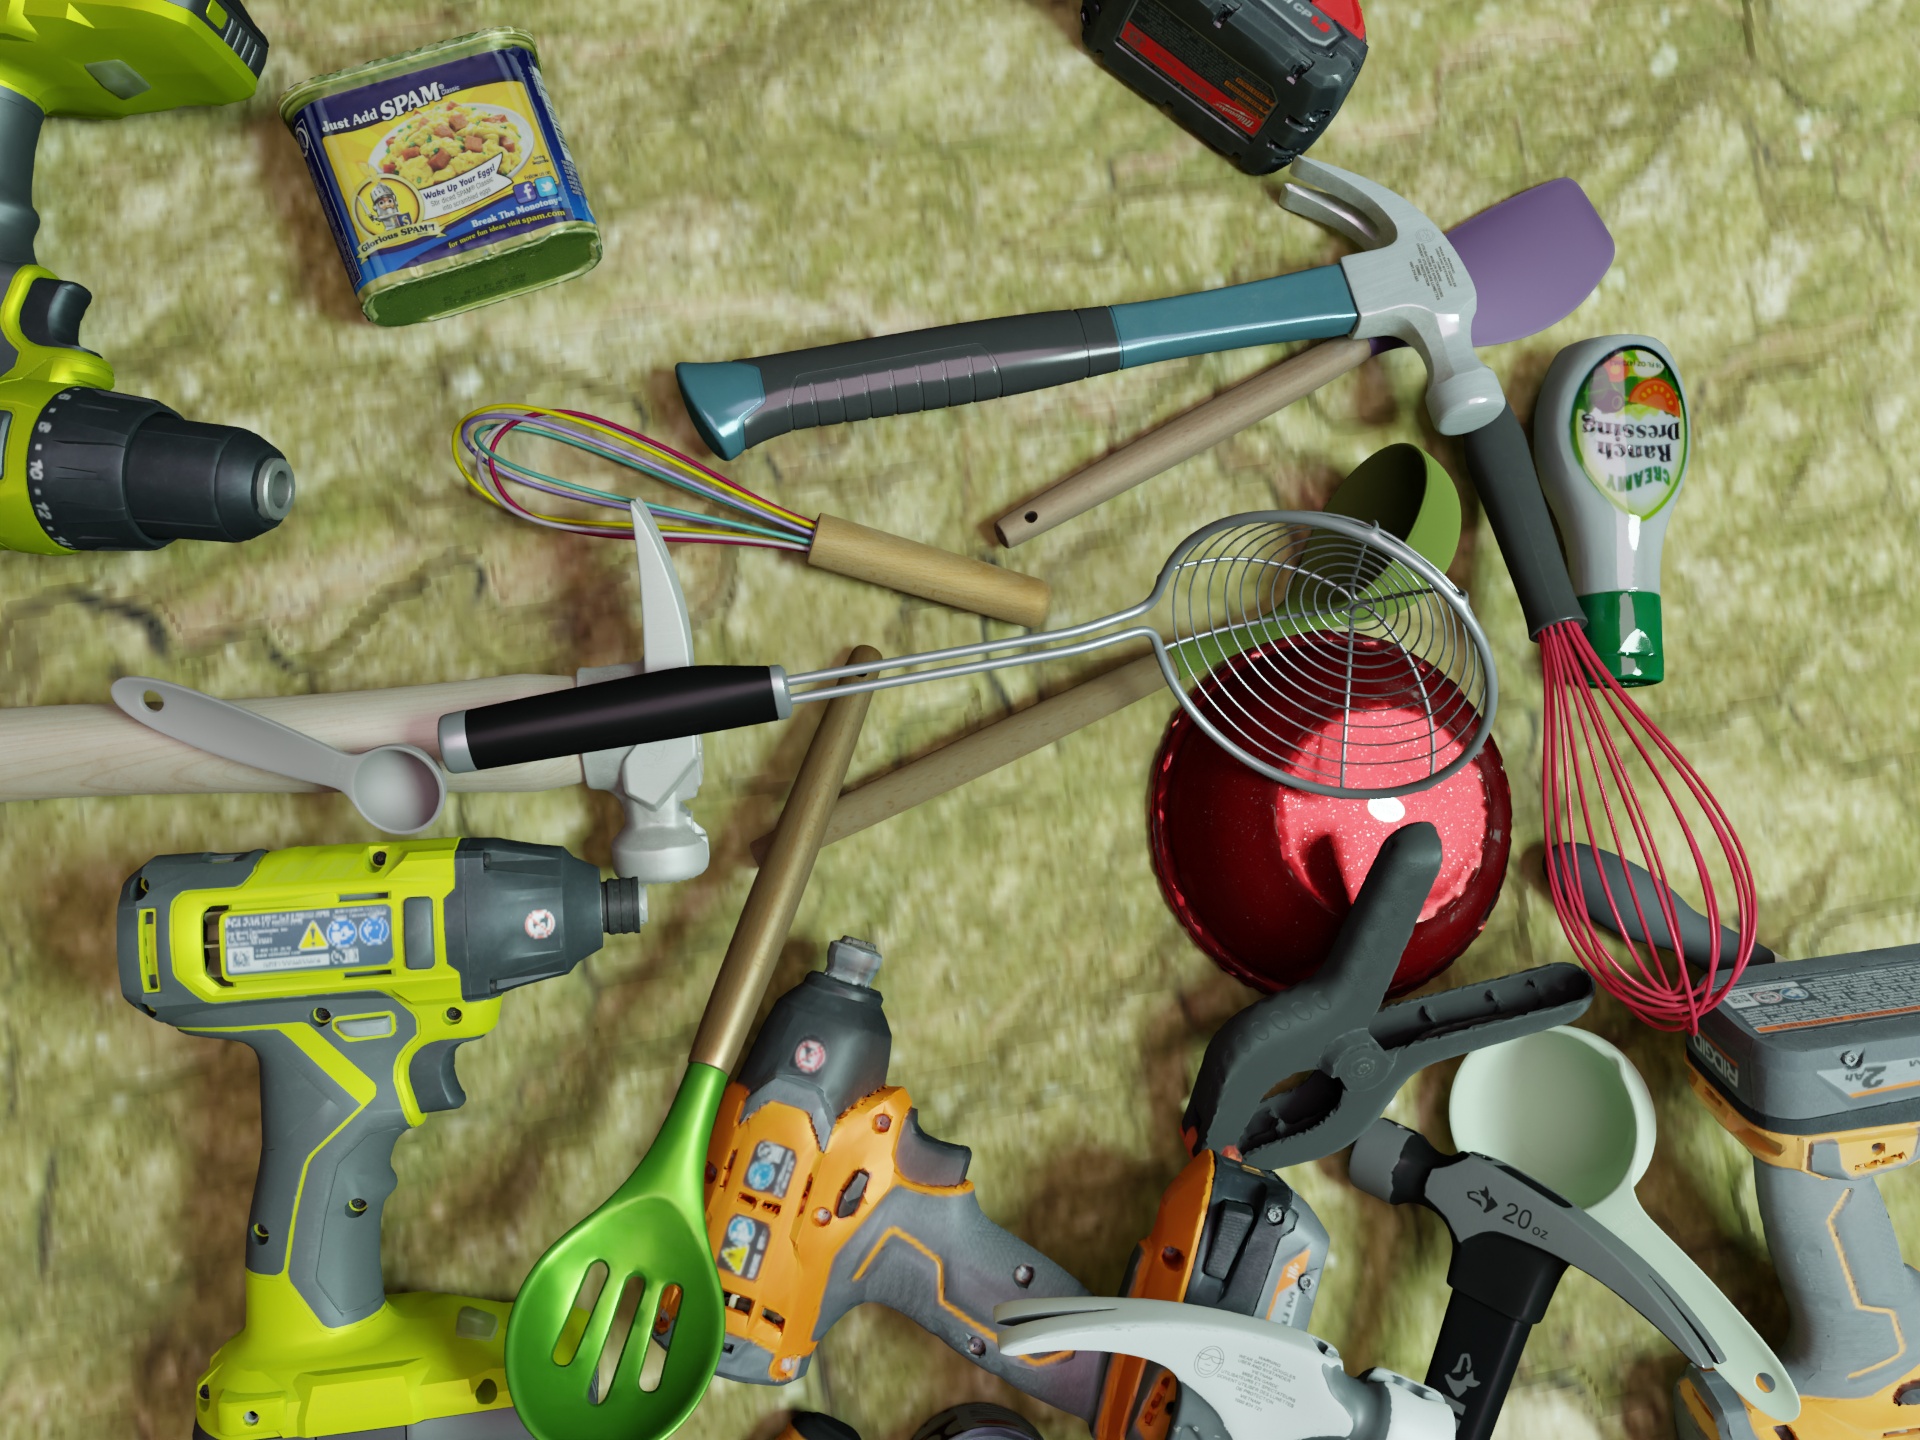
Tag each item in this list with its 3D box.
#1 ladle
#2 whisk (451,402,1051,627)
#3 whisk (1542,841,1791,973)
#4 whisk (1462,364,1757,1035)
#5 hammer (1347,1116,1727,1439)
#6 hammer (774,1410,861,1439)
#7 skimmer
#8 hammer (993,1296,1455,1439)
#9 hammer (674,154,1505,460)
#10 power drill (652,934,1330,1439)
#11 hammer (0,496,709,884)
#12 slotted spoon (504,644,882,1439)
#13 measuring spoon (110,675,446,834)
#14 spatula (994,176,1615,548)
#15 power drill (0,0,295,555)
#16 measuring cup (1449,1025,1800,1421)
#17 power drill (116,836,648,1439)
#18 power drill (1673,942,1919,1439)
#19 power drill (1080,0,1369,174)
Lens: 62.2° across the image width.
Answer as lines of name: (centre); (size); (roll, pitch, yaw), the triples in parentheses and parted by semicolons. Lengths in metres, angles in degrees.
ladle: (0.058, -0.023, 0.644); (0.320, 0.078, 0.062); (-25, 110, -4)
whisk: (-0.081, -0.078, 0.641); (0.245, 0.051, 0.047); (15, 104, -10)
whisk: (0.373, 0.127, 0.676); (0.284, 0.070, 0.070); (29, 81, 1)
whisk: (0.248, -0.019, 0.641); (0.073, 0.073, 0.296); (-7, 68, -9)
hammer: (0.170, 0.336, 0.606); (0.035, 0.146, 0.335); (21, 88, -50)
hammer: (-0.187, 0.351, 0.583); (0.337, 0.034, 0.127); (-21, 87, -9)
skimmer: (-0.001, -0.002, 0.562); (0.363, 0.127, 0.090); (-9, 43, -5)
hammer: (0.013, 0.379, 0.521); (0.149, 0.036, 0.409); (23, 93, -4)
hammer: (0.050, -0.154, 0.656); (0.331, 0.033, 0.128); (-11, 73, -6)
power drill: (0.014, 0.184, 0.592); (0.226, 0.084, 0.164); (16, 83, 7)
hammer: (-0.304, 0.002, 0.587); (0.410, 0.038, 0.146); (-4, 101, -6)
slotted spoon: (-0.081, 0.104, 0.580); (0.070, 0.031, 0.314); (19, 62, -1)
measuring spoon: (-0.243, 0.007, 0.572); (0.124, 0.018, 0.034); (20, 109, -2)
spatula: (0.153, -0.150, 0.687); (0.316, 0.018, 0.060); (-28, 86, -10)
power drill: (-0.330, -0.172, 0.583); (0.190, 0.080, 0.228); (6, 85, 3)
measuring cup: (0.264, 0.192, 0.620); (0.083, 0.038, 0.168); (-50, 57, 22)
power drill: (-0.194, 0.154, 0.563); (0.171, 0.080, 0.223); (-3, 93, -11)
power drill: (0.378, 0.205, 0.621); (0.185, 0.084, 0.226); (-8, 105, 1)
power drill: (0.178, -0.348, 0.683); (0.188, 0.080, 0.227); (35, 78, -4)
